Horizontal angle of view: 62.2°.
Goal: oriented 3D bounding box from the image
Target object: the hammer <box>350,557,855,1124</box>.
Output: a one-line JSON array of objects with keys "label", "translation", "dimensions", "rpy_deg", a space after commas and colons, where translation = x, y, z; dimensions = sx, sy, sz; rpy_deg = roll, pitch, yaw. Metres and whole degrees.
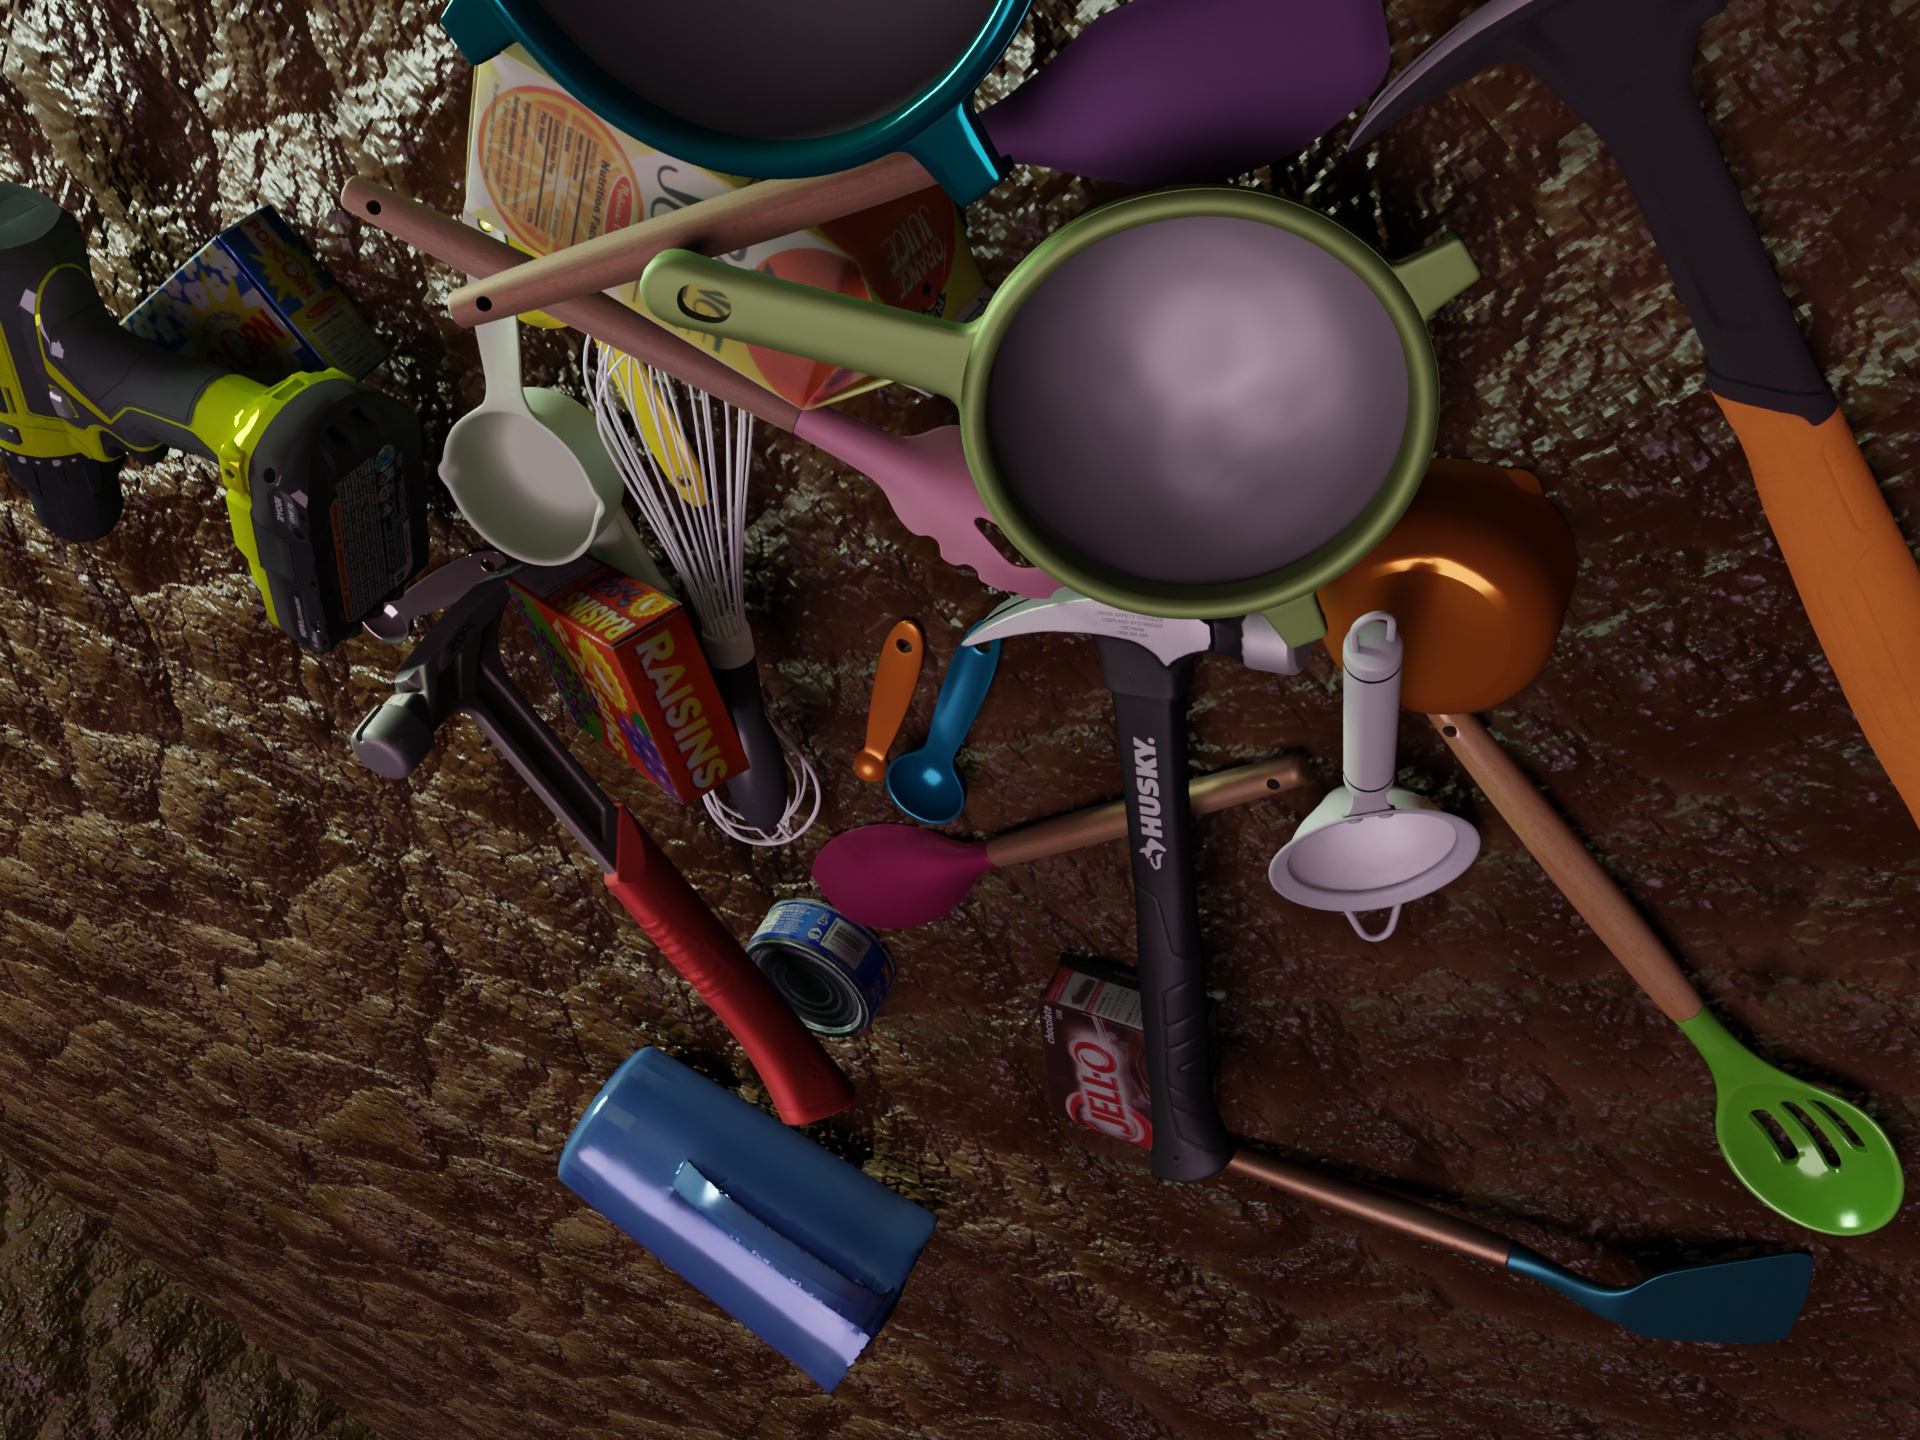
[{"label": "hammer", "translation": [-0.157, 0.084, 0.840], "dimensions": [0.037, 0.149, 0.358], "rpy_deg": [-8, 129, 38]}]

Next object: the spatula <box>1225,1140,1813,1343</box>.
[{"label": "spatula", "translation": [0.265, 0.263, 0.836], "dimensions": [0.318, 0.044, 0.082], "rpy_deg": [14, 136, 27]}]

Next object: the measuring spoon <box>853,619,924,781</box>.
[{"label": "measuring spoon", "translation": [-0.036, -0.006, 0.769], "dimensions": [0.021, 0.011, 0.116], "rpy_deg": [27, 139, 7]}]

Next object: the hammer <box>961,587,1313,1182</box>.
[{"label": "hammer", "translation": [0.089, 0.084, 0.724], "dimensions": [0.146, 0.035, 0.334], "rpy_deg": [10, 125, 28]}]

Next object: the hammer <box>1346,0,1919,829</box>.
[{"label": "hammer", "translation": [0.255, -0.082, 0.499], "dimensions": [0.127, 0.034, 0.336], "rpy_deg": [-18, 118, 41]}]

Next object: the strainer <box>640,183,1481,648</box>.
[{"label": "strainer", "translation": [0.027, -0.124, 0.527], "dimensions": [0.256, 0.069, 0.151], "rpy_deg": [14, 129, 0]}]

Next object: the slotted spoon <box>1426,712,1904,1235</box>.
[{"label": "slotted spoon", "translation": [0.290, 0.101, 0.661], "dimensions": [0.313, 0.031, 0.070], "rpy_deg": [47, 137, -13]}]

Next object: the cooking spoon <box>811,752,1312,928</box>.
[{"label": "cooking spoon", "translation": [0.035, 0.060, 0.783], "dimensions": [0.319, 0.017, 0.068], "rpy_deg": [-20, 113, 42]}]

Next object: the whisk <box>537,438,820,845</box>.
[{"label": "whisk", "translation": [-0.139, -0.036, 0.786], "dimensions": [0.059, 0.058, 0.246], "rpy_deg": [-24, 117, 5]}]

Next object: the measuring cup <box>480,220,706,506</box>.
[{"label": "measuring cup", "translation": [-0.155, -0.153, 0.687], "dimensions": [0.062, 0.029, 0.156], "rpy_deg": [-6, 124, 36]}]

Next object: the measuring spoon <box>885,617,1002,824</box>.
[{"label": "measuring spoon", "translation": [-0.001, -0.002, 0.753], "dimensions": [0.042, 0.021, 0.128], "rpy_deg": [28, 130, 7]}]

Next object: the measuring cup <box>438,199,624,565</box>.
[{"label": "measuring cup", "translation": [-0.184, -0.147, 0.677], "dimensions": [0.083, 0.038, 0.167], "rpy_deg": [13, 127, 15]}]

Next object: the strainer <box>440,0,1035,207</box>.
[{"label": "strainer", "translation": [-0.044, -0.323, 0.414], "dimensions": [0.211, 0.095, 0.340], "rpy_deg": [21, 130, 14]}]

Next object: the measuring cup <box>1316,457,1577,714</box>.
[{"label": "measuring cup", "translation": [0.137, -0.066, 0.573], "dimensions": [0.173, 0.052, 0.095], "rpy_deg": [31, 139, -1]}]

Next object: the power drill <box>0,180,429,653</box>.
[{"label": "power drill", "translation": [-0.372, -0.126, 0.755], "dimensions": [0.228, 0.080, 0.190], "rpy_deg": [27, 139, 9]}]

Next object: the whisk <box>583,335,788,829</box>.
[{"label": "whisk", "translation": [-0.108, -0.062, 0.708], "dimensions": [0.070, 0.070, 0.284], "rpy_deg": [11, 130, 23]}]

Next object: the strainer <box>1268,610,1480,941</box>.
[{"label": "strainer", "translation": [0.157, 0.021, 0.606], "dimensions": [0.087, 0.050, 0.258], "rpy_deg": [-10, 153, 9]}]

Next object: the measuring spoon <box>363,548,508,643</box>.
[{"label": "measuring spoon", "translation": [-0.282, -0.072, 0.861], "dimensions": [0.124, 0.018, 0.034], "rpy_deg": [-18, 119, 34]}]

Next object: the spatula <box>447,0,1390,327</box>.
[{"label": "spatula", "translation": [-0.023, -0.174, 0.511], "dimensions": [0.316, 0.018, 0.059], "rpy_deg": [-13, 116, 13]}]

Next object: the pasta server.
[{"label": "pasta server", "translation": [-0.085, -0.129, 0.609], "dimensions": [0.316, 0.040, 0.060], "rpy_deg": [26, 103, -5]}]
